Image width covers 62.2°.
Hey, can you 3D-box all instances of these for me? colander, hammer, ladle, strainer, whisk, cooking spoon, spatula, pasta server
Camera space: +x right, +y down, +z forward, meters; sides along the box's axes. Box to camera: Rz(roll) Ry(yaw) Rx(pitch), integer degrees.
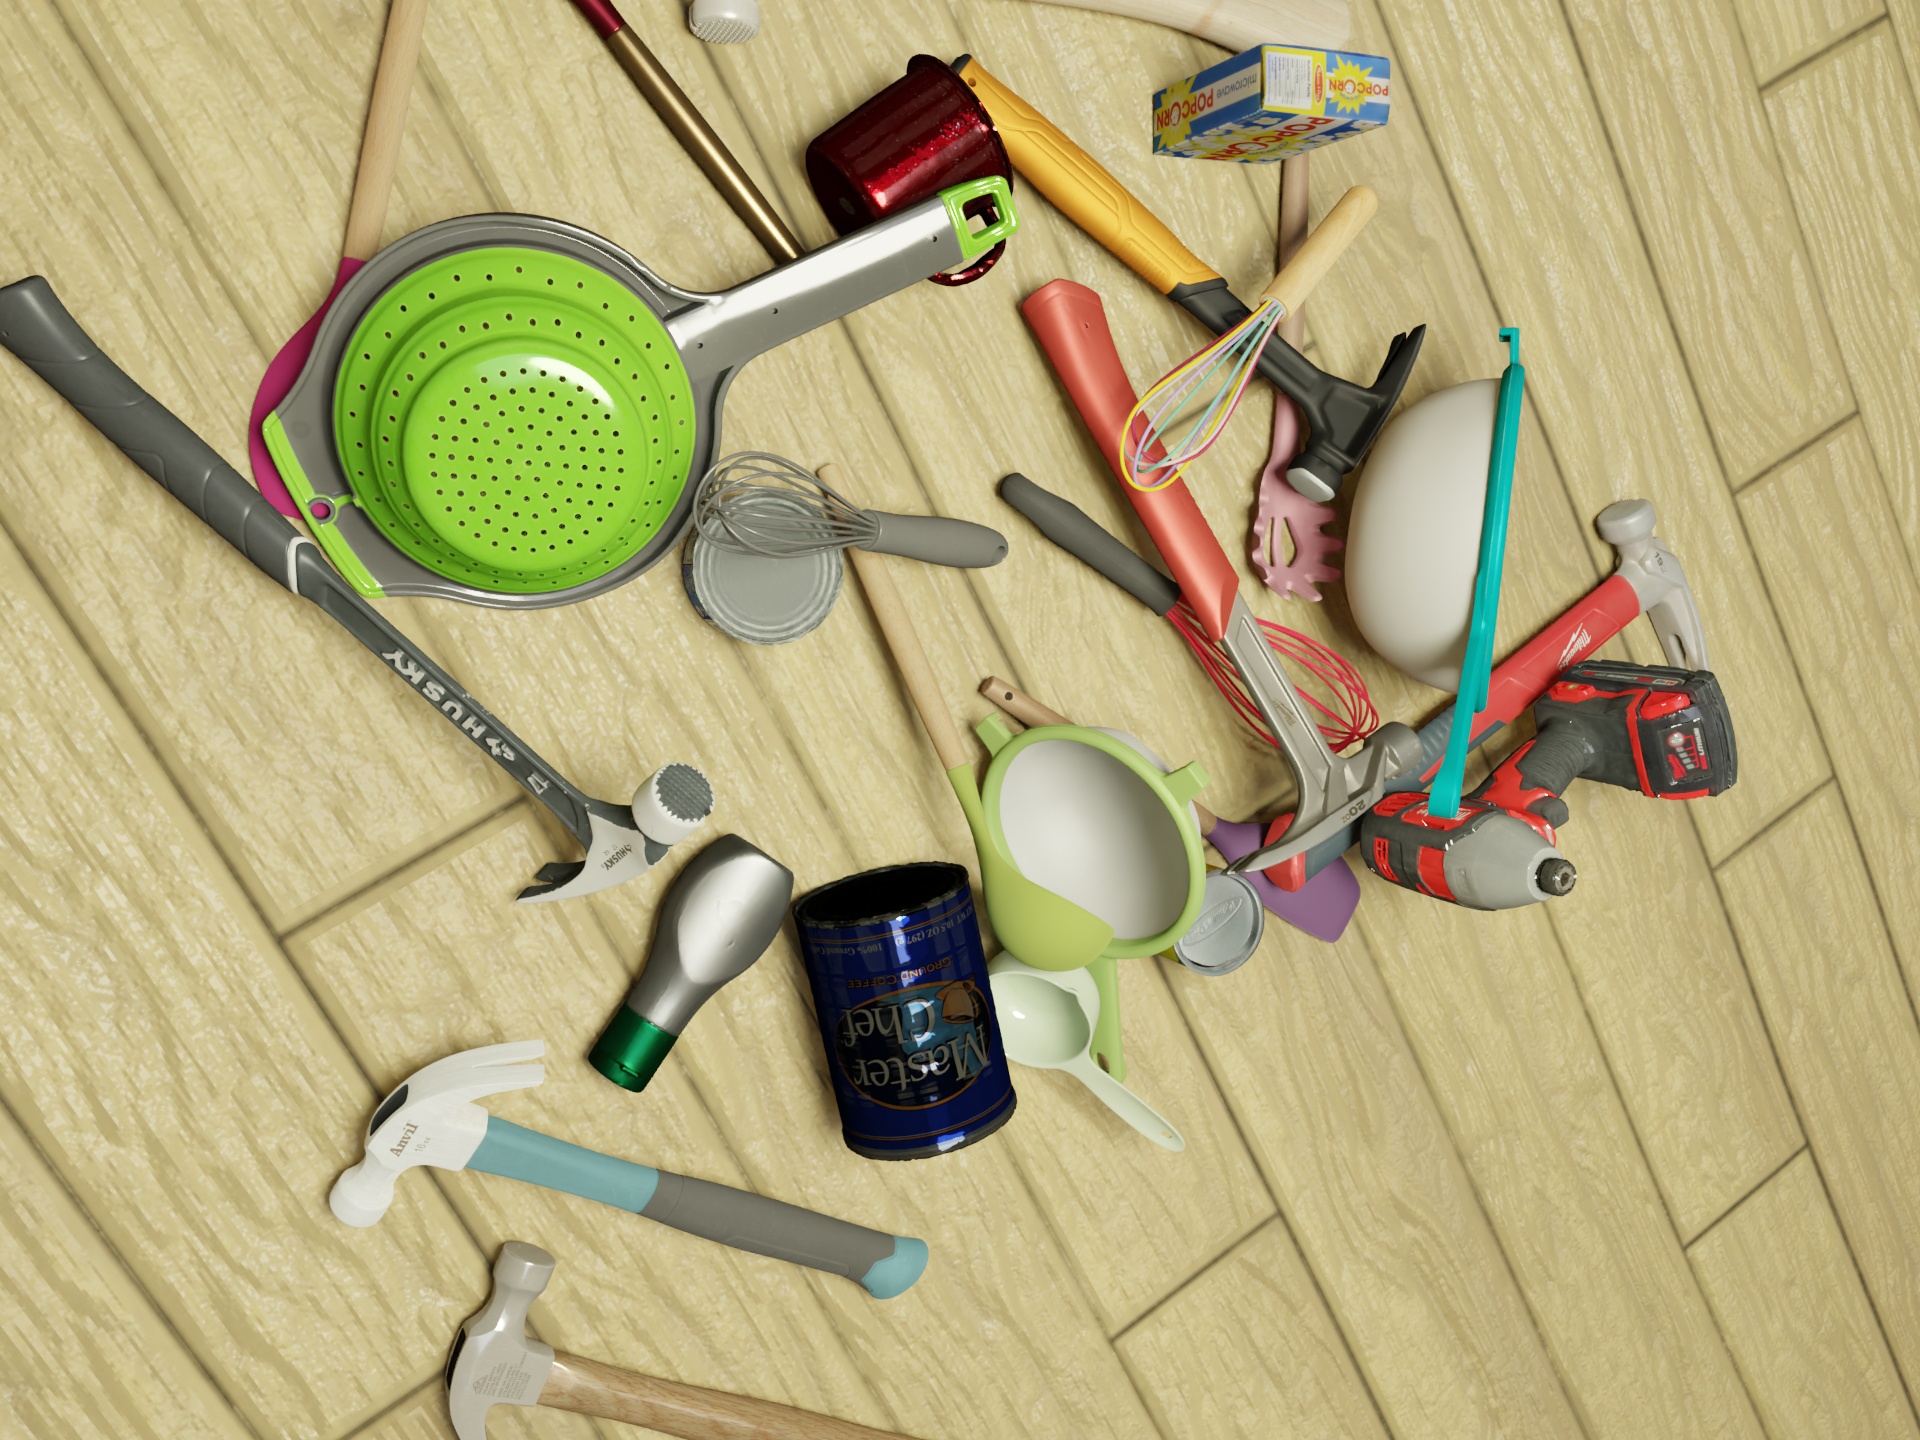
[{"bbox_3d":[-0.140,-0.173,0.784,0.397,0.095,0.204,-26,118,-6],"label":"colander"},{"bbox_3d":[-0.136,0.409,0.922,0.331,0.031,0.130,25,85,-22],"label":"hammer"},{"bbox_3d":[0.359,0.007,1.076,0.386,0.038,0.143,-35,108,-18],"label":"hammer"},{"bbox_3d":[-0.001,-0.003,0.909,0.062,0.078,0.320,-24,90,-15],"label":"ladle"},{"bbox_3d":[0.095,0.107,0.963,0.069,0.151,0.256,-36,129,-44],"label":"strainer"},{"bbox_3d":[-0.050,-0.106,0.860,0.238,0.055,0.055,2,95,-51],"label":"whisk"},{"bbox_3d":[0.047,-0.442,0.918,0.410,0.038,0.146,-1,94,-22],"label":"hammer"},{"bbox_3d":[-0.299,-0.257,0.803,0.068,0.017,0.319,11,91,-23],"label":"cooking spoon"},{"bbox_3d":[-0.164,-0.345,0.846,0.069,0.031,0.315,-44,111,-12],"label":"ladle"},{"bbox_3d":[0.267,-0.071,0.935,0.341,0.095,0.210,-64,154,-43],"label":"strainer"},{"bbox_3d":[0.140,0.053,1.010,0.315,0.018,0.060,31,82,-23],"label":"spatula"},{"bbox_3d":[-0.163,0.266,0.884,0.330,0.033,0.128,26,110,-26],"label":"hammer"},{"bbox_3d":[0.130,-0.092,0.932,0.149,0.036,0.359,-30,90,-22],"label":"hammer"},{"bbox_3d":[0.143,-0.063,0.982,0.295,0.073,0.073,34,82,-16],"label":"whisk"},{"bbox_3d":[0.168,-0.226,0.917,0.047,0.051,0.245,41,74,-7],"label":"whisk"},{"bbox_3d":[0.212,-0.233,1.003,0.060,0.040,0.316,0,94,-18],"label":"pasta server"},{"bbox_3d":[-0.308,-0.060,0.779,0.408,0.149,0.036,44,43,-11],"label":"hammer"},{"bbox_3d":[0.127,-0.278,0.945,0.336,0.034,0.127,35,80,-15],"label":"hammer"}]

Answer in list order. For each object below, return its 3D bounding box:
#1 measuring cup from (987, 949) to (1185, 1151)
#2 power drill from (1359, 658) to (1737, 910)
[{"bbox_3d":[0.079,0.198,0.963,0.167,0.083,0.038,43,37,-12],"label":"measuring cup"},{"bbox_3d":[0.371,0.045,0.987,0.219,0.143,0.078,-29,110,-23],"label":"power drill"}]
